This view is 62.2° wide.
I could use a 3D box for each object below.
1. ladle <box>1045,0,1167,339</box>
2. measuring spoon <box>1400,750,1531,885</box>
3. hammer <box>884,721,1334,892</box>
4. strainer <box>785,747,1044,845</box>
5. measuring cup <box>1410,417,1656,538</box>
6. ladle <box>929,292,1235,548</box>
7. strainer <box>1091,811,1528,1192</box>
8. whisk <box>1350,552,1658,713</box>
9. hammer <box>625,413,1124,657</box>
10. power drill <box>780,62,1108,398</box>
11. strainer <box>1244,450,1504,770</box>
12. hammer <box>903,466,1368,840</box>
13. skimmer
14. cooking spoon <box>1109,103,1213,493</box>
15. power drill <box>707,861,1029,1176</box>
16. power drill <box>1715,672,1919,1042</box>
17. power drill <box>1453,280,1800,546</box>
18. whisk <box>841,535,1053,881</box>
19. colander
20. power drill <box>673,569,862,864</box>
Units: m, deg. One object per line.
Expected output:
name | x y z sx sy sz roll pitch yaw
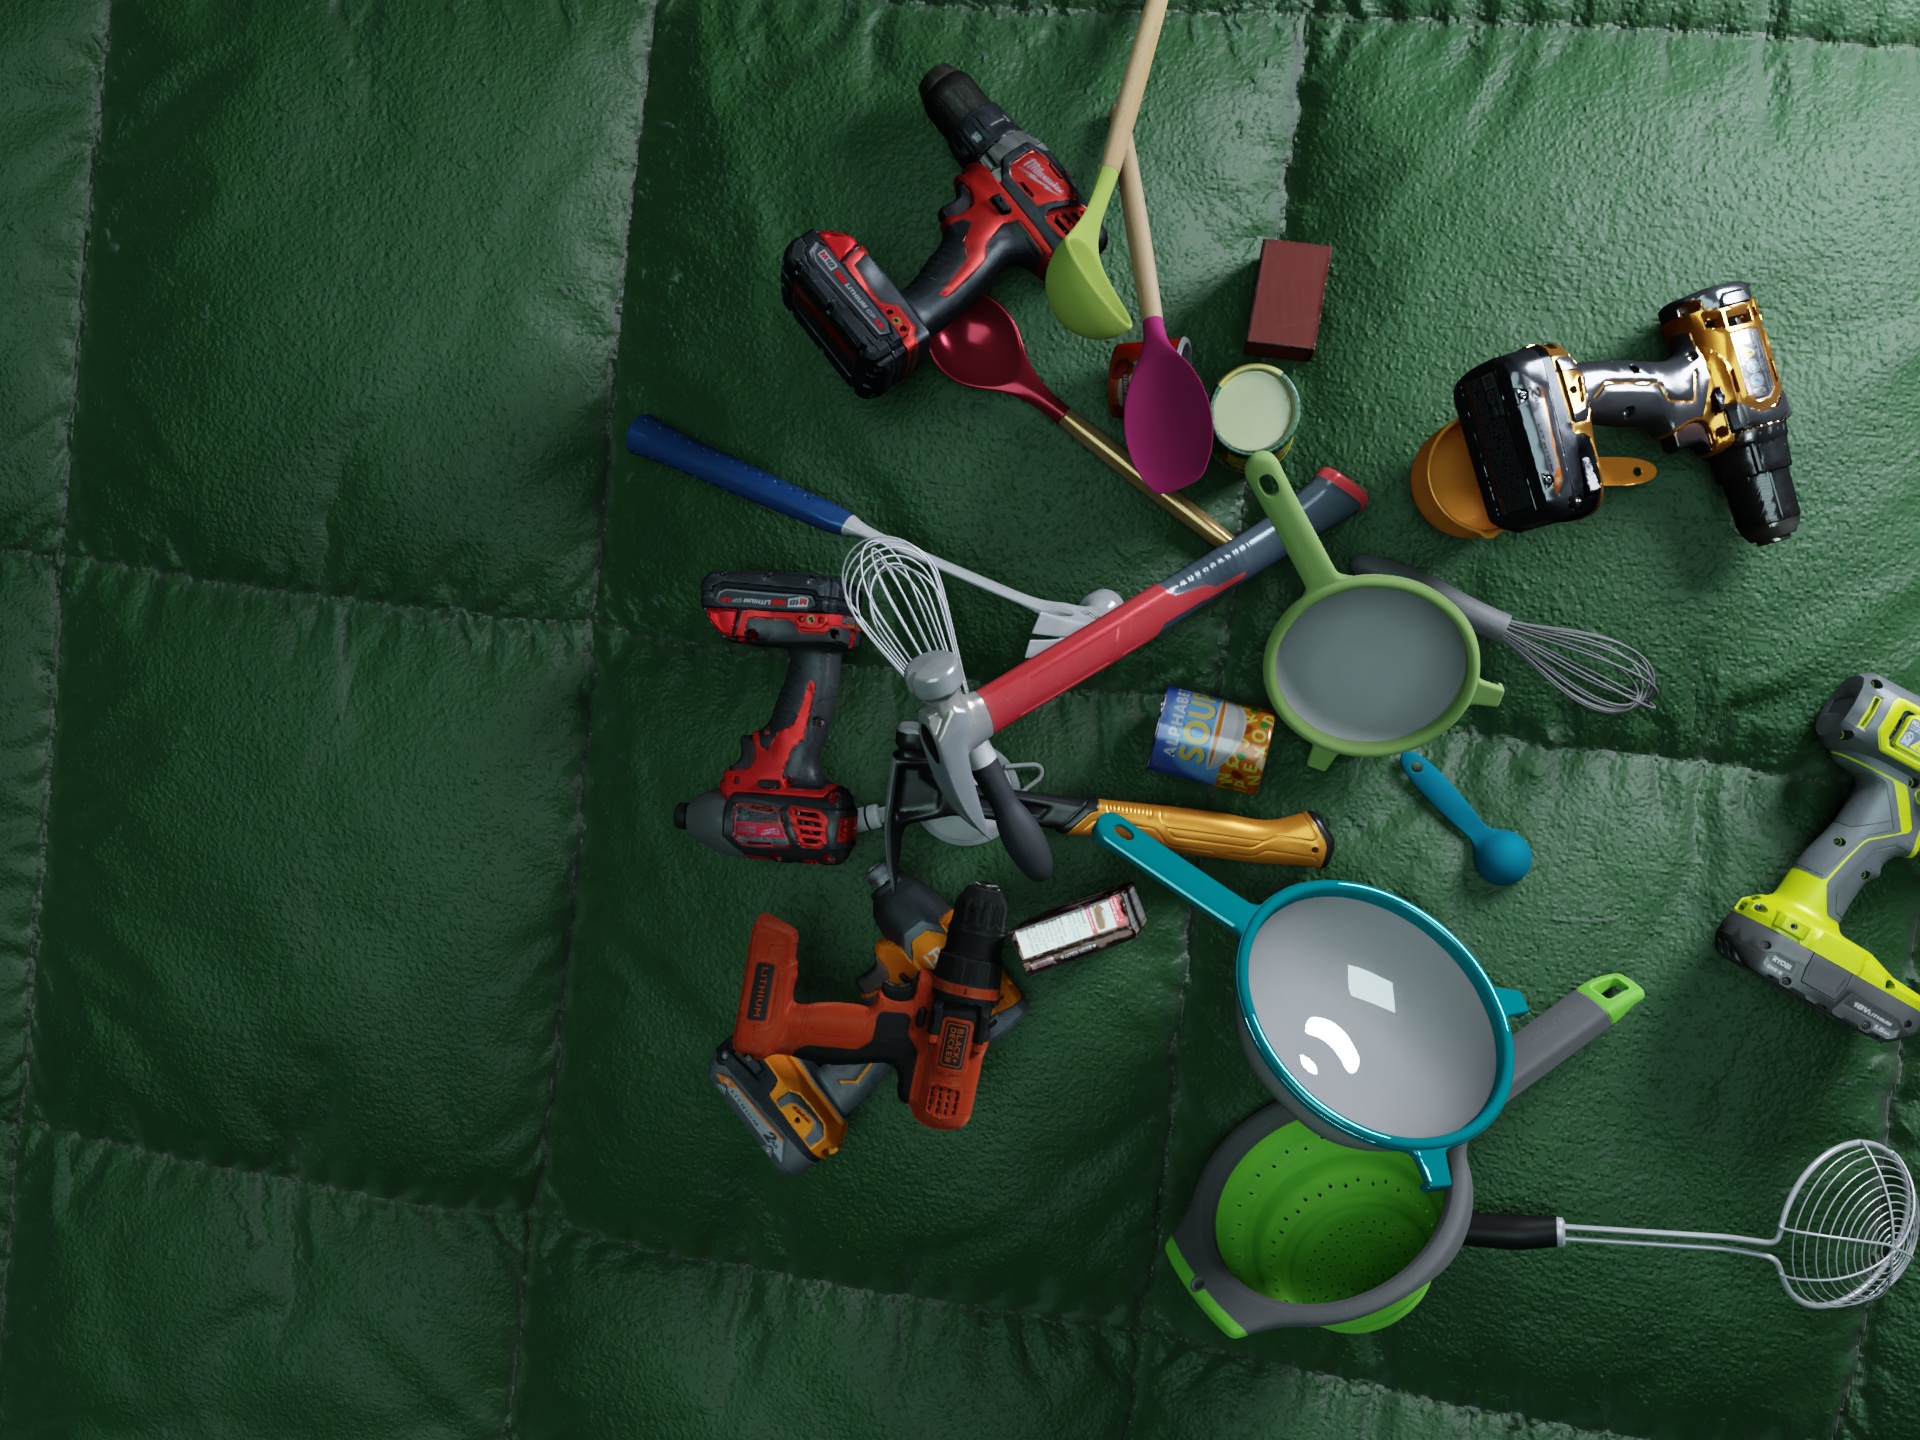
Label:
ladle | 0.124 -0.421 1.149 0.062 0.078 0.320 5 73 38
measuring spoon | 0.375 0.072 1.185 0.042 0.021 0.128 -44 87 8
hammer | 0.111 0.083 1.194 0.337 0.034 0.127 7 103 -2
strainer | -0.061 0.076 1.248 0.258 0.050 0.086 -14 105 13
measuring cup | 0.413 -0.177 1.157 0.173 0.052 0.095 -1 88 -7
ladle | 0.100 -0.217 1.213 0.315 0.031 0.069 39 89 3
strainer | 0.227 0.190 1.153 0.340 0.211 0.095 35 138 11
whisk | 0.396 -0.066 1.163 0.239 0.055 0.055 27 97 11
hammer | -0.077 -0.144 1.205 0.405 0.144 0.035 25 111 14
power drill | -0.026 -0.366 1.175 0.227 0.080 0.188 -37 87 -14
strainer | 0.271 -0.093 1.143 0.151 0.069 0.256 -24 113 25
hammer | 0.140 -0.064 1.129 0.386 0.038 0.143 -31 125 -19
skimmer | 0.507 0.367 1.176 0.363 0.090 0.127 -3 104 19
cooking spoon | 0.137 -0.313 1.157 0.069 0.017 0.319 -18 70 33
power drill | -0.082 0.227 1.239 0.226 0.084 0.164 -38 86 4
power drill | 0.662 0.105 1.116 0.190 0.080 0.228 30 94 7
power drill | 0.475 -0.192 1.103 0.226 0.084 0.185 -17 90 -14
whisk | -0.003 -0.003 1.132 0.070 0.070 0.284 -25 106 9
colander | 0.345 0.327 1.162 0.397 0.205 0.094 -33 118 -7
power drill | -0.148 -0.002 1.224 0.143 0.078 0.220 3 89 15
